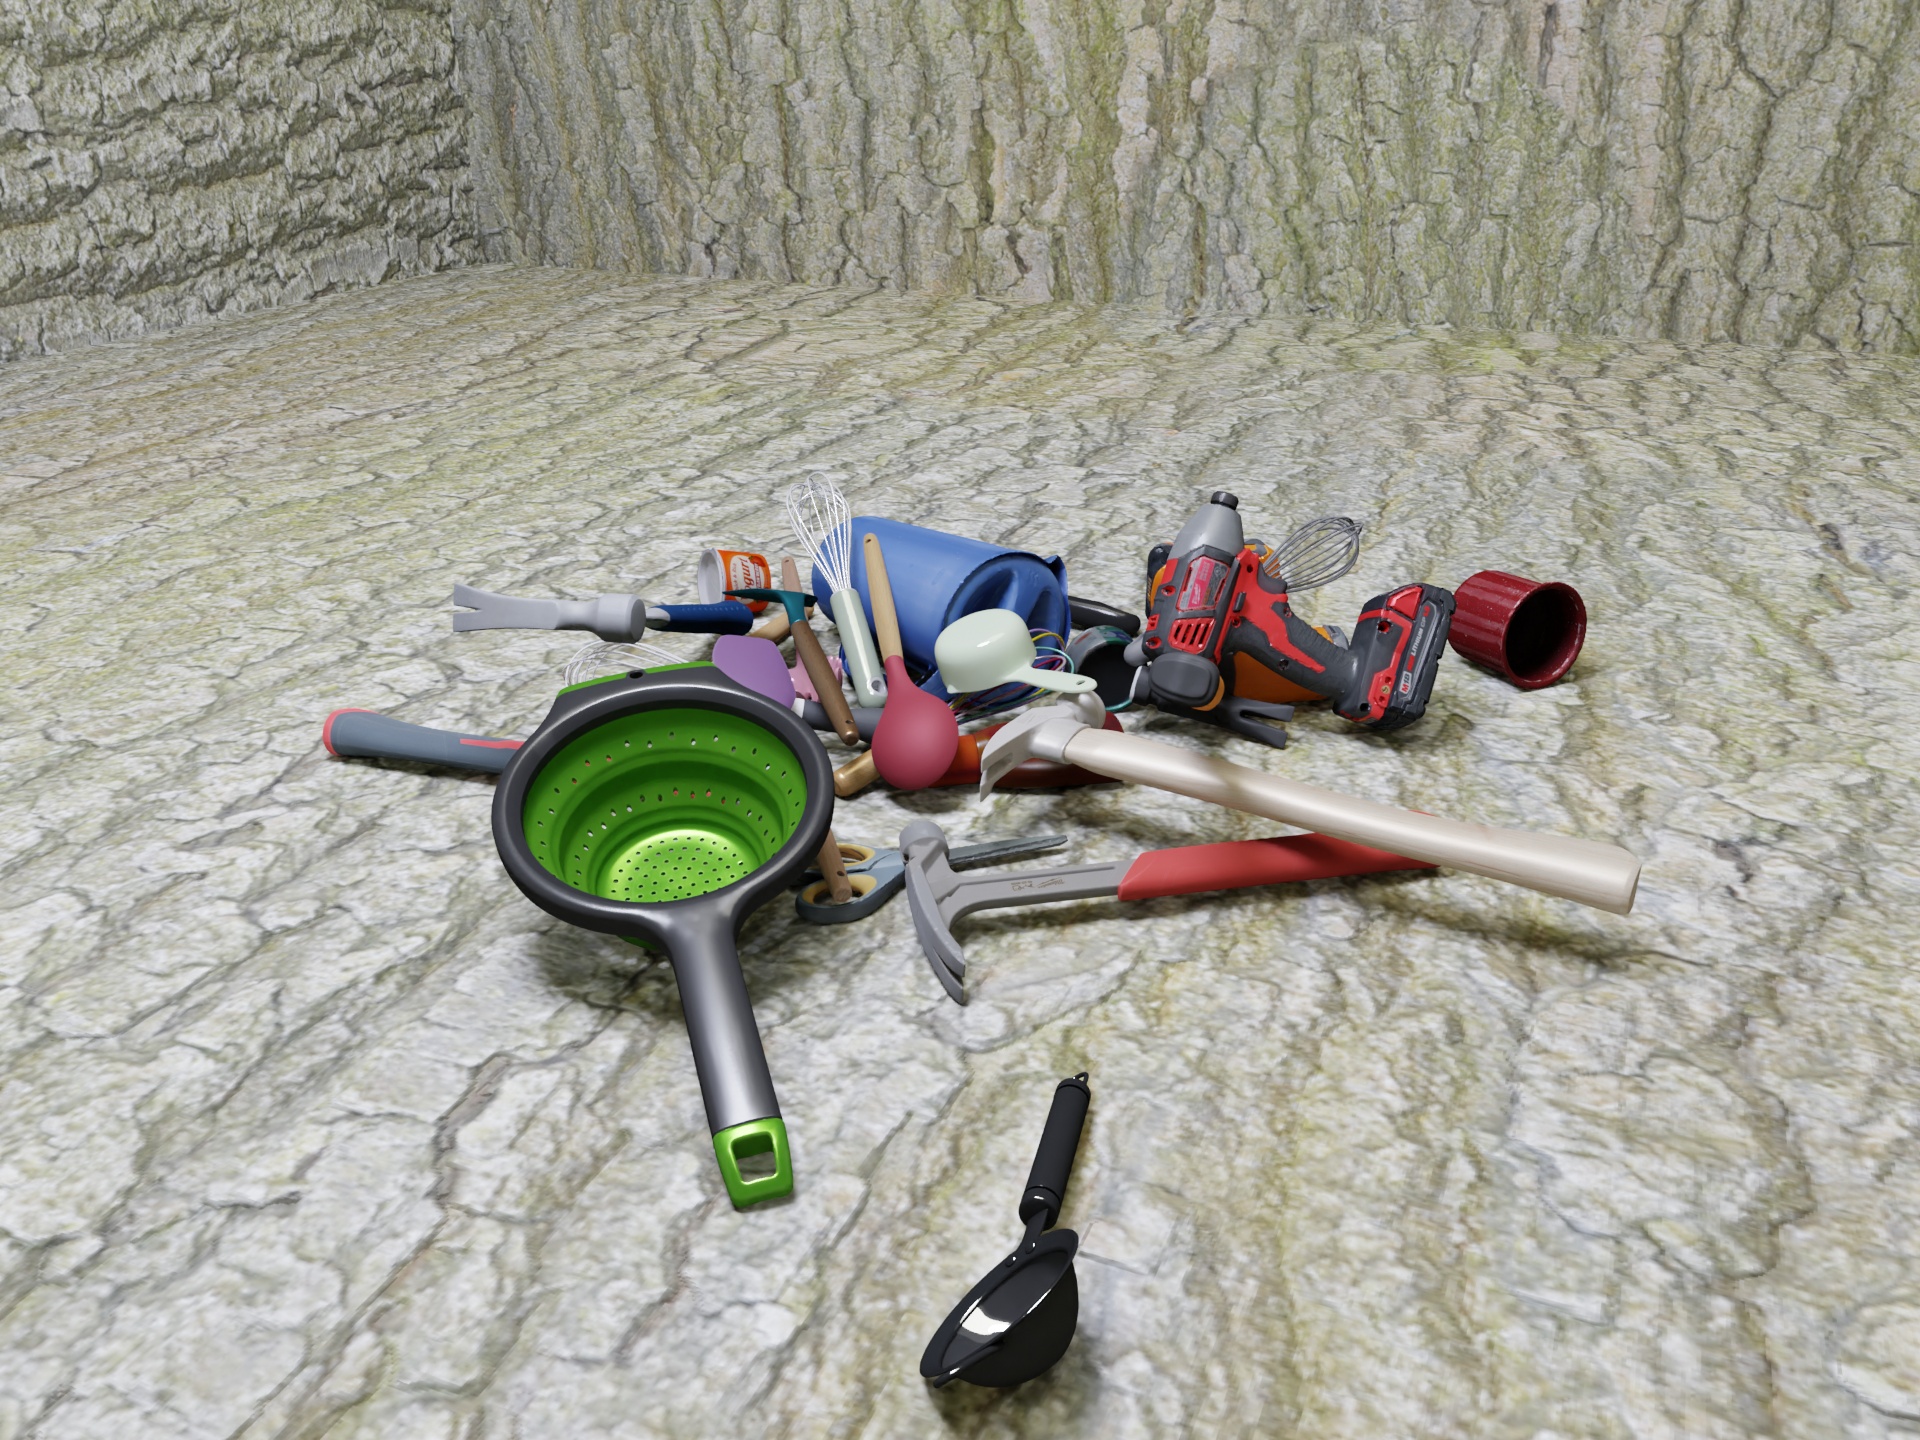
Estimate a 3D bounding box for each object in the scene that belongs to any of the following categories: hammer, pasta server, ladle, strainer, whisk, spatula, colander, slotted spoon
[{"bbox_3d":[0.170,-0.016,1.096,0.127,0.034,0.337,17,1,10],"label":"hammer"},{"bbox_3d":[-0.143,-0.085,1.411,0.060,0.040,0.316,-16,30,-2],"label":"pasta server"},{"bbox_3d":[-0.305,0.038,1.166,0.386,0.038,0.143,7,27,15],"label":"hammer"},{"bbox_3d":[-0.053,-0.060,1.239,0.069,0.031,0.316,-27,38,10],"label":"ladle"},{"bbox_3d":[0.146,0.101,1.013,0.359,0.036,0.149,-5,32,-13],"label":"hammer"},{"bbox_3d":[0.037,0.230,0.730,0.087,0.050,0.258,-40,6,22],"label":"strainer"},{"bbox_3d":[-0.001,-0.002,1.227,0.245,0.047,0.051,-32,70,-32],"label":"whisk"},{"bbox_3d":[-0.123,-0.052,1.258,0.082,0.044,0.318,8,25,-22],"label":"spatula"},{"bbox_3d":[-0.154,0.127,0.928,0.204,0.094,0.398,-11,44,-13],"label":"colander"},{"bbox_3d":[0.211,0.057,1.013,0.411,0.038,0.146,14,27,28],"label":"hammer"},{"bbox_3d":[-0.197,-0.052,1.380,0.070,0.031,0.314,9,24,18],"label":"slotted spoon"},{"bbox_3d":[-0.123,0.022,1.117,0.059,0.018,0.316,5,32,-25],"label":"spatula"},{"bbox_3d":[-0.161,-0.012,1.218,0.284,0.070,0.070,10,23,-9],"label":"whisk"},{"bbox_3d":[0.232,-0.104,1.294,0.239,0.055,0.055,-29,32,-14],"label":"whisk"},{"bbox_3d":[-0.253,-0.083,1.267,0.144,0.035,0.405,4,4,10],"label":"hammer"},{"bbox_3d":[0.030,-0.124,1.505,0.296,0.073,0.073,16,28,19],"label":"whisk"},{"bbox_3d":[-0.100,-0.108,1.326,0.057,0.059,0.247,6,53,-35],"label":"whisk"}]

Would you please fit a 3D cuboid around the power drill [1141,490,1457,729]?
[{"bbox_3d":[0.261,-0.084,1.239,0.219,0.143,0.078,18,-5,-5],"label":"power drill"}]

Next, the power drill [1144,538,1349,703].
[{"bbox_3d":[0.226,-0.082,1.379,0.164,0.084,0.227,-4,28,-6],"label":"power drill"}]

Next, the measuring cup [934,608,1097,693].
[{"bbox_3d":[0.042,-0.049,1.181,0.083,0.038,0.168,-34,26,-25],"label":"measuring cup"}]
